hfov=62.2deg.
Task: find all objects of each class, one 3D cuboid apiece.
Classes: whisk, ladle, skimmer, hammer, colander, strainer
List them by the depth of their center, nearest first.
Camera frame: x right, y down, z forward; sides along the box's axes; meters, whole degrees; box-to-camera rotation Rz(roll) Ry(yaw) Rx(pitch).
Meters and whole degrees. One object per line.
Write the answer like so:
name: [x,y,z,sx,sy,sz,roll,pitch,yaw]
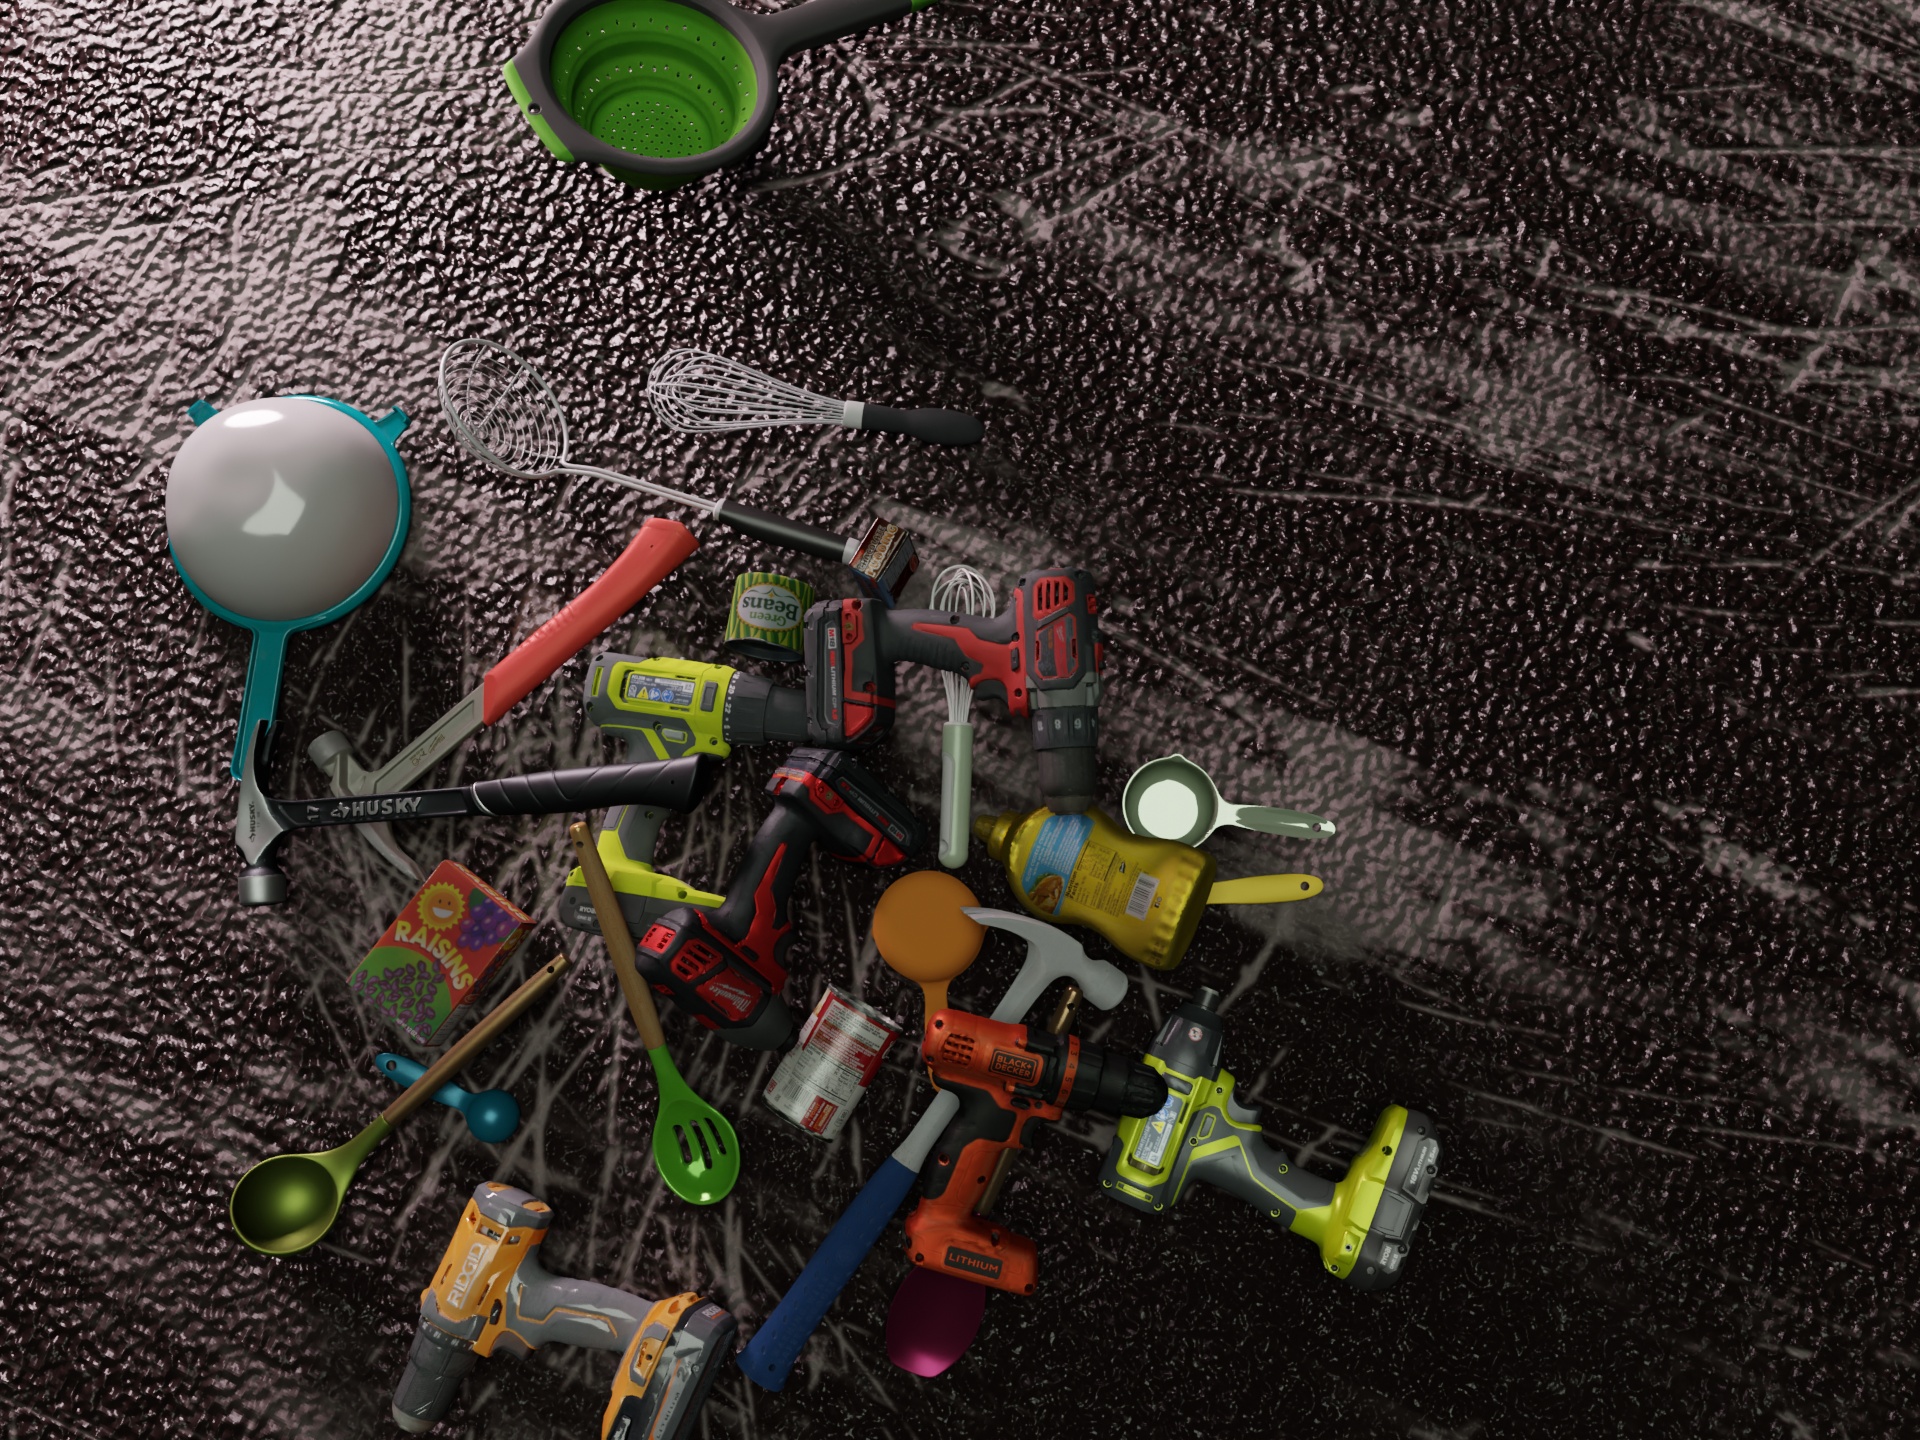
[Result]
hammer: [-0.041,0.324,1.208,0.144,0.035,0.405,37,86,-19]
ladle: [-0.427,0.291,1.227,0.320,0.062,0.078,-42,77,-1]
hammer: [-0.386,0.058,1.236,0.409,0.036,0.149,-6,86,14]
whisk: [-0.002,-0.004,1.282,0.059,0.058,0.246,6,82,-29]
strainer: [-0.578,-0.122,1.306,0.211,0.095,0.340,3,78,3]
hammer: [-0.355,-0.033,1.308,0.359,0.036,0.149,-41,80,-5]
skimmer: [-0.252,-0.216,1.310,0.363,0.090,0.127,18,38,2]
whisk: [-0.121,-0.260,1.333,0.284,0.070,0.070,8,80,-1]
colander: [-0.194,-0.559,1.384,0.397,0.094,0.204,-28,78,-21]

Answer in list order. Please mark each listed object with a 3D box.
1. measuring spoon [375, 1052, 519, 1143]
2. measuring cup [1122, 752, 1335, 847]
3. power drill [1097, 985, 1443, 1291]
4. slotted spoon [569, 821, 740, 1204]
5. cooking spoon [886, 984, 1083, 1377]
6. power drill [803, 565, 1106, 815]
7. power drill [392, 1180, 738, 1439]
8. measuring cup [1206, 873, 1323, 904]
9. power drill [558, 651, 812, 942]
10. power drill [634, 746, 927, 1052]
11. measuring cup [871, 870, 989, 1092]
measuring spoon: [-0.409,0.294,1.255,0.128,0.021,0.042,24,81,7]
measuring cup: [0.210,0.076,1.260,0.167,0.038,0.083,9,80,2]
power drill: [0.236,0.314,1.195,0.223,0.080,0.171,21,82,10]
slotted spoon: [-0.237,0.222,1.205,0.070,0.031,0.313,-15,103,11]
cooking spoon: [0.025,0.348,1.203,0.068,0.017,0.319,23,92,-3]
power drill: [0.000,-0.017,1.224,0.227,0.080,0.188,-4,86,13]
power drill: [-0.304,0.476,1.189,0.226,0.084,0.185,23,82,11]
measuring cup: [0.208,0.134,1.251,0.156,0.029,0.062,-5,79,4]
power drill: [-0.216,0.064,1.264,0.190,0.080,0.229,8,77,4]
power drill: [-0.130,0.139,1.203,0.143,0.078,0.220,45,69,-25]
measuring cup: [-0.022,0.202,1.238,0.095,0.052,0.174,-5,77,2]
